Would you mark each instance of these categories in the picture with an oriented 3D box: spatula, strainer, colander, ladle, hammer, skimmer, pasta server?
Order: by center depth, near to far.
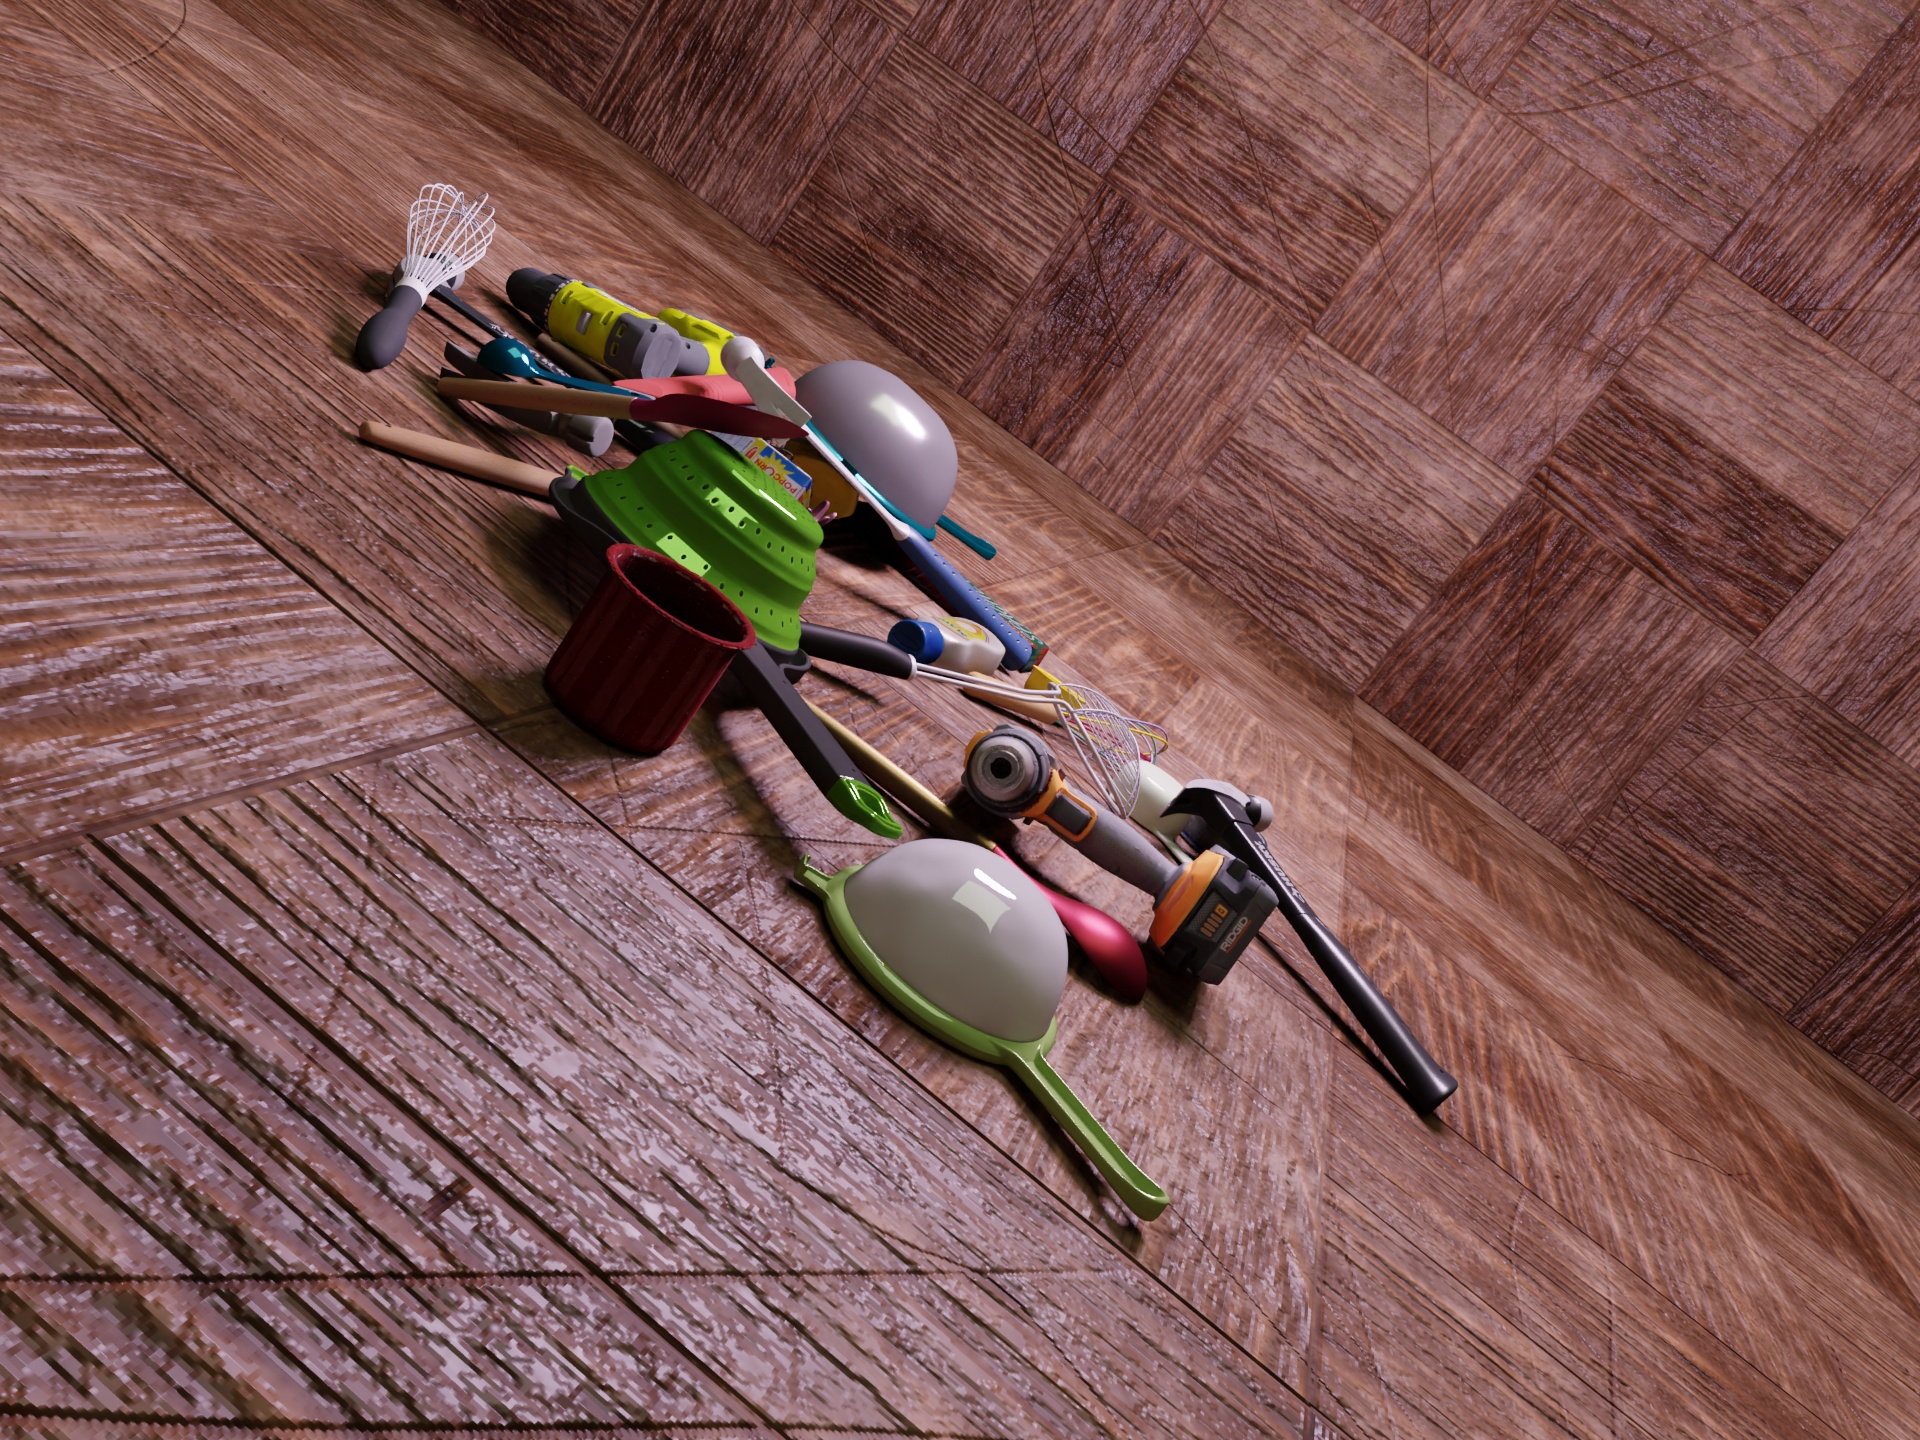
[{"bbox_3d":[0.035,0.139,0.820,0.151,0.069,0.257,17,23,-50],"label":"strainer"},{"bbox_3d":[-0.117,-0.077,0.982,0.204,0.094,0.398,32,12,-47],"label":"colander"},{"bbox_3d":[-0.001,0.072,1.030,0.315,0.031,0.069,37,11,10],"label":"ladle"},{"bbox_3d":[-0.278,-0.174,1.114,0.082,0.044,0.317,29,11,33],"label":"spatula"},{"bbox_3d":[-0.002,-0.004,1.243,0.363,0.090,0.127,14,28,-31],"label":"skimmer"},{"bbox_3d":[0.280,0.171,1.266,0.146,0.035,0.335,16,32,-45],"label":"hammer"},{"bbox_3d":[-0.252,-0.272,1.309,0.149,0.036,0.359,29,24,17],"label":"hammer"},{"bbox_3d":[-0.301,-0.266,1.350,0.409,0.036,0.149,34,17,-8],"label":"hammer"},{"bbox_3d":[-0.057,-0.169,1.395,0.405,0.035,0.144,44,8,-39],"label":"hammer"},{"bbox_3d":[-0.252,-0.261,1.438,0.316,0.040,0.060,36,20,3],"label":"pasta server"},{"bbox_3d":[-0.037,-0.258,1.585,0.340,0.095,0.211,29,20,-50],"label":"strainer"}]

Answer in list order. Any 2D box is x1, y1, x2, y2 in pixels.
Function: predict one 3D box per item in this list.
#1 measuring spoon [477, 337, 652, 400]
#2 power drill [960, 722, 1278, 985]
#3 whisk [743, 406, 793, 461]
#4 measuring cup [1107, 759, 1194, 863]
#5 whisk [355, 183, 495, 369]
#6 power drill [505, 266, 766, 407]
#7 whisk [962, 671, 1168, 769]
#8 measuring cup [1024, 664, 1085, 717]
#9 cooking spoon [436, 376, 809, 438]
[{"bbox_3d":[-0.289,-0.259,1.171,0.128,0.021,0.042,12,25,-17],"label":"measuring spoon"},{"bbox_3d":[0.097,0.080,1.061,0.226,0.084,0.185,36,0,7],"label":"power drill"},{"bbox_3d":[-0.180,-0.249,1.414,0.055,0.055,0.239,31,15,-20],"label":"whisk"},{"bbox_3d":[0.187,0.089,1.355,0.083,0.038,0.168,25,17,-37],"label":"measuring cup"},{"bbox_3d":[-0.410,-0.336,1.207,0.070,0.070,0.285,30,33,-22],"label":"whisk"},{"bbox_3d":[-0.313,-0.373,1.548,0.191,0.080,0.228,30,13,22],"label":"power drill"},{"bbox_3d":[0.096,0.001,1.433,0.244,0.051,0.047,19,2,-37],"label":"whisk"},{"bbox_3d":[0.082,-0.029,1.525,0.062,0.029,0.156,35,4,-6],"label":"measuring cup"},{"bbox_3d":[-0.241,-0.215,1.087,0.319,0.017,0.068,12,-3,28],"label":"cooking spoon"}]
